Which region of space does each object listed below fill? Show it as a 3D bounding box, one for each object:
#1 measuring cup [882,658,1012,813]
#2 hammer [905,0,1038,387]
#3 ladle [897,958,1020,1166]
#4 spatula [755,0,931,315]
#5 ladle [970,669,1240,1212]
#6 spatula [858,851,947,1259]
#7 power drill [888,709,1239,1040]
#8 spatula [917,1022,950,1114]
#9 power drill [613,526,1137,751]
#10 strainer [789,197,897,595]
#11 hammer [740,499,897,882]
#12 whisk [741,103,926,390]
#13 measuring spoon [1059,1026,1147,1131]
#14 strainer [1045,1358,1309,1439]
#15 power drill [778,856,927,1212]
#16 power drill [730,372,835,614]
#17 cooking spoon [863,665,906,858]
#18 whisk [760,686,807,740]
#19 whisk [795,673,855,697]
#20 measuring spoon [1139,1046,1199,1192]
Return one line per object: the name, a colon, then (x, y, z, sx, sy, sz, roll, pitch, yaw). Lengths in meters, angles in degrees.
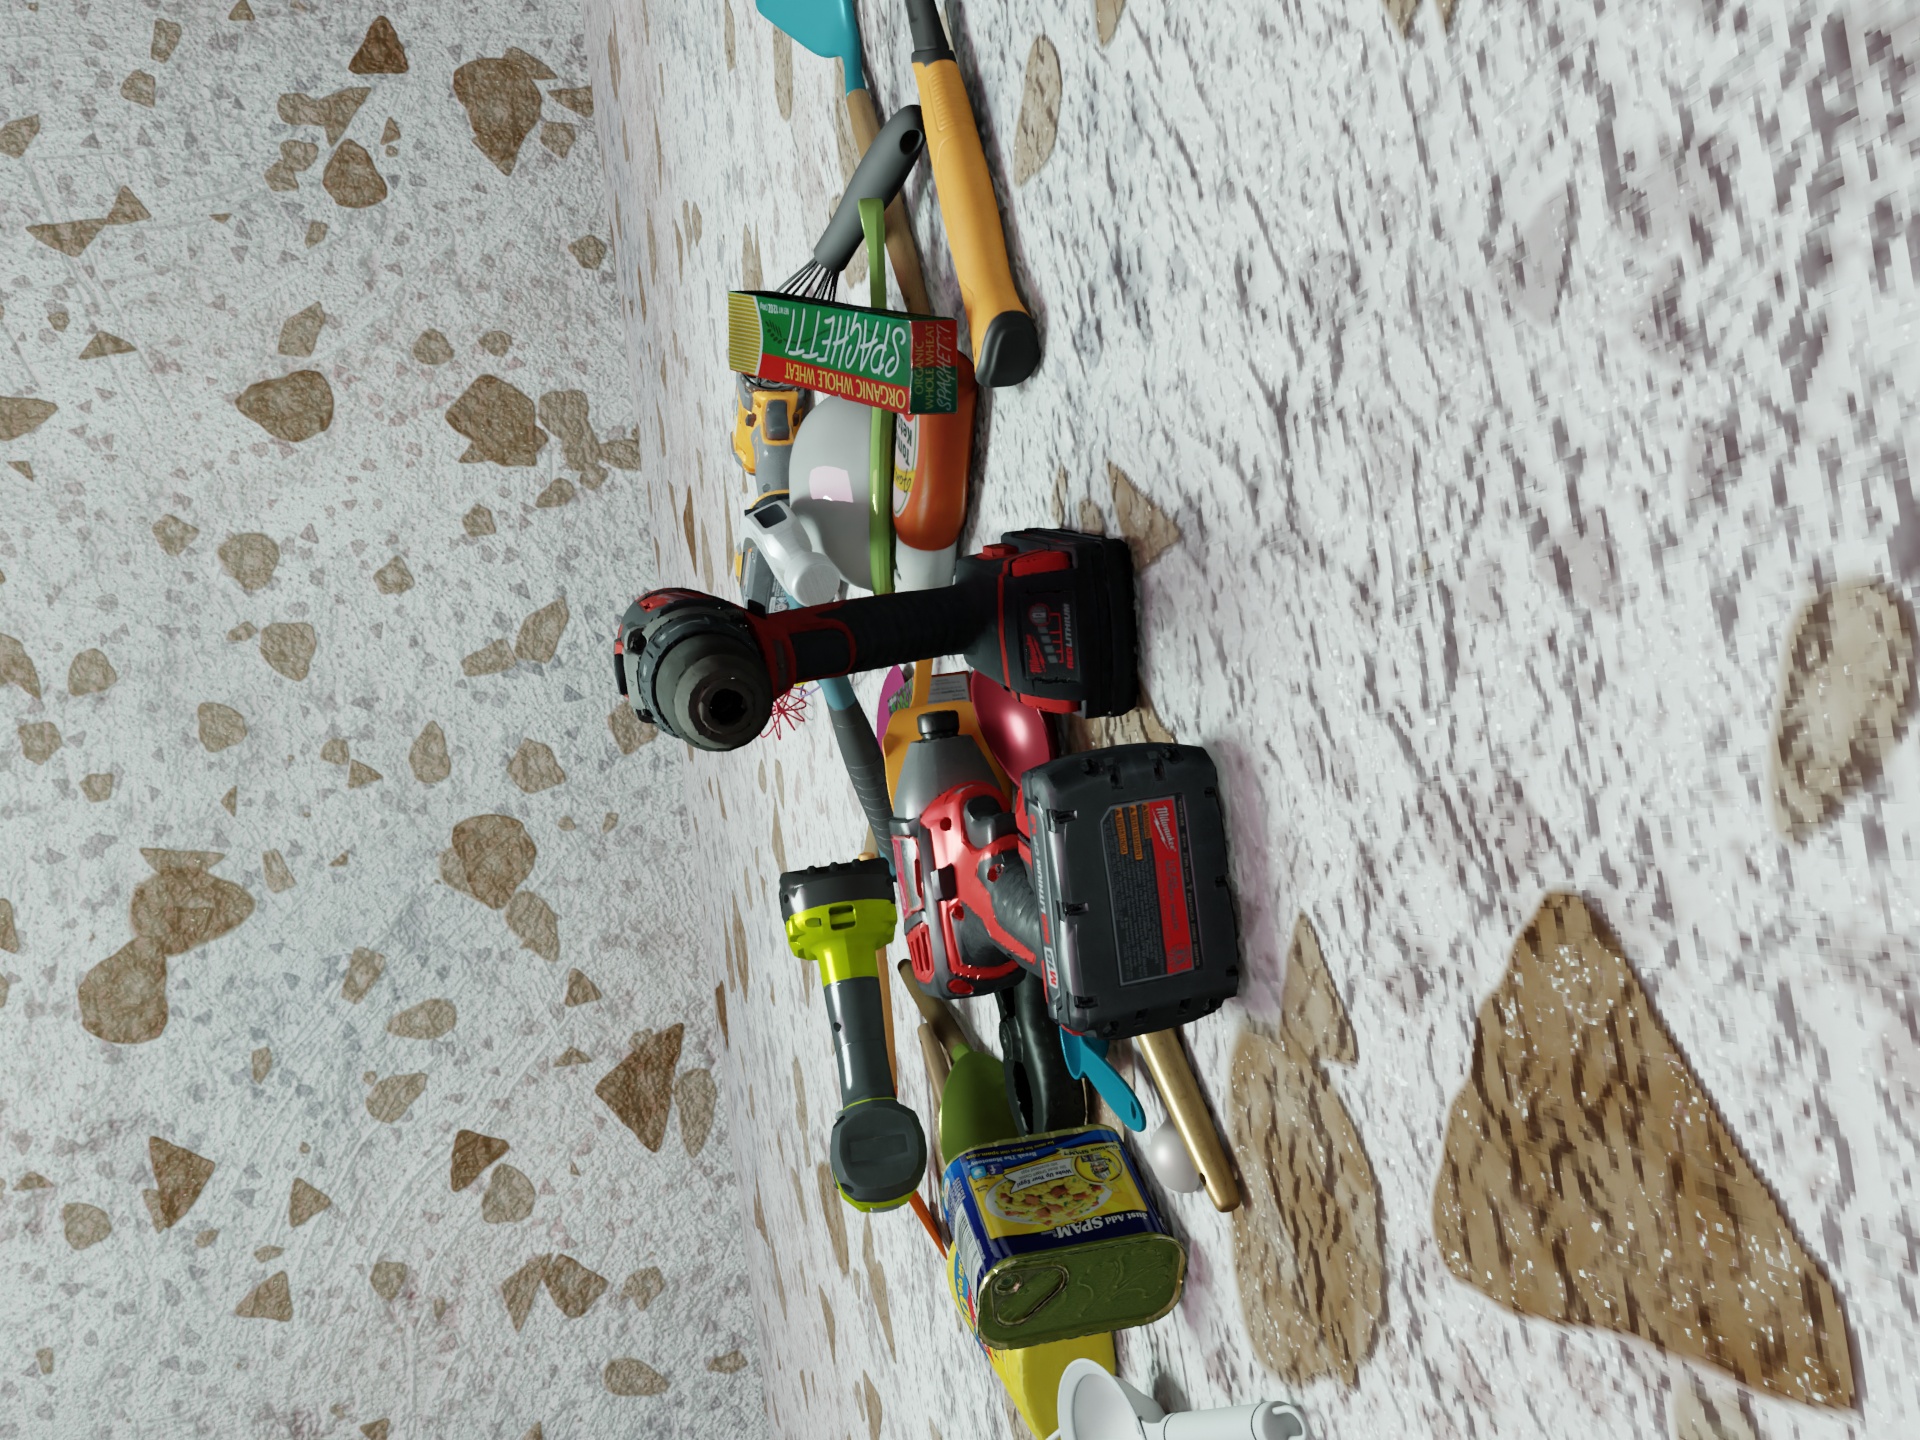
measuring cup: (-0.001, -0.003, 0.921, 0.095, 0.052, 0.174, 58, -151, -51)
hammer: (-0.012, -0.325, 0.843, 0.127, 0.034, 0.337, 124, 136, -67)
ladle: (-0.017, 0.219, 1.081, 0.320, 0.062, 0.078, -145, 44, -73)
spatula: (-0.071, -0.379, 1.015, 0.082, 0.044, 0.318, -51, 49, 52)
ladle: (0.067, 0.090, 0.767, 0.069, 0.031, 0.316, 99, 156, -48)
spatula: (-0.049, 0.258, 1.232, 0.081, 0.041, 0.322, -147, 51, -76)
power drill: (0.030, 0.064, 0.724, 0.220, 0.078, 0.143, 176, 86, -66)
spatula: (0.019, 0.343, 1.075, 0.059, 0.018, 0.316, 102, 154, -49)
power drill: (-0.037, -0.032, 0.703, 0.188, 0.226, 0.080, -148, 52, -71)
strainer: (-0.075, -0.193, 0.986, 0.152, 0.069, 0.256, -89, -2, -57)
hammer: (-0.076, -0.005, 1.051, 0.128, 0.033, 0.330, 53, 165, 46)
whisk: (-0.077, -0.286, 0.985, 0.239, 0.055, 0.055, -46, 50, 47)
measuring spoon: (0.075, 0.168, 0.770, 0.129, 0.021, 0.042, -144, 48, -74)
strainer: (0.100, 0.332, 0.735, 0.258, 0.050, 0.087, 124, 131, -59)
power drill: (-0.071, 0.226, 1.106, 0.190, 0.080, 0.229, 100, 161, -69)
power drill: (-0.147, -0.219, 1.312, 0.185, 0.084, 0.226, 110, 154, -56)
cooking spoon: (-0.061, 0.068, 1.236, 0.318, 0.017, 0.069, 104, 155, -52)
whisk: (-0.199, -0.030, 1.631, 0.296, 0.073, 0.073, -140, 44, -77)
whisk: (-0.086, -0.050, 1.238, 0.245, 0.047, 0.051, 172, 92, -70)
measuring spoon: (0.085, 0.162, 0.748, 0.034, 0.018, 0.124, 105, 154, -55)
